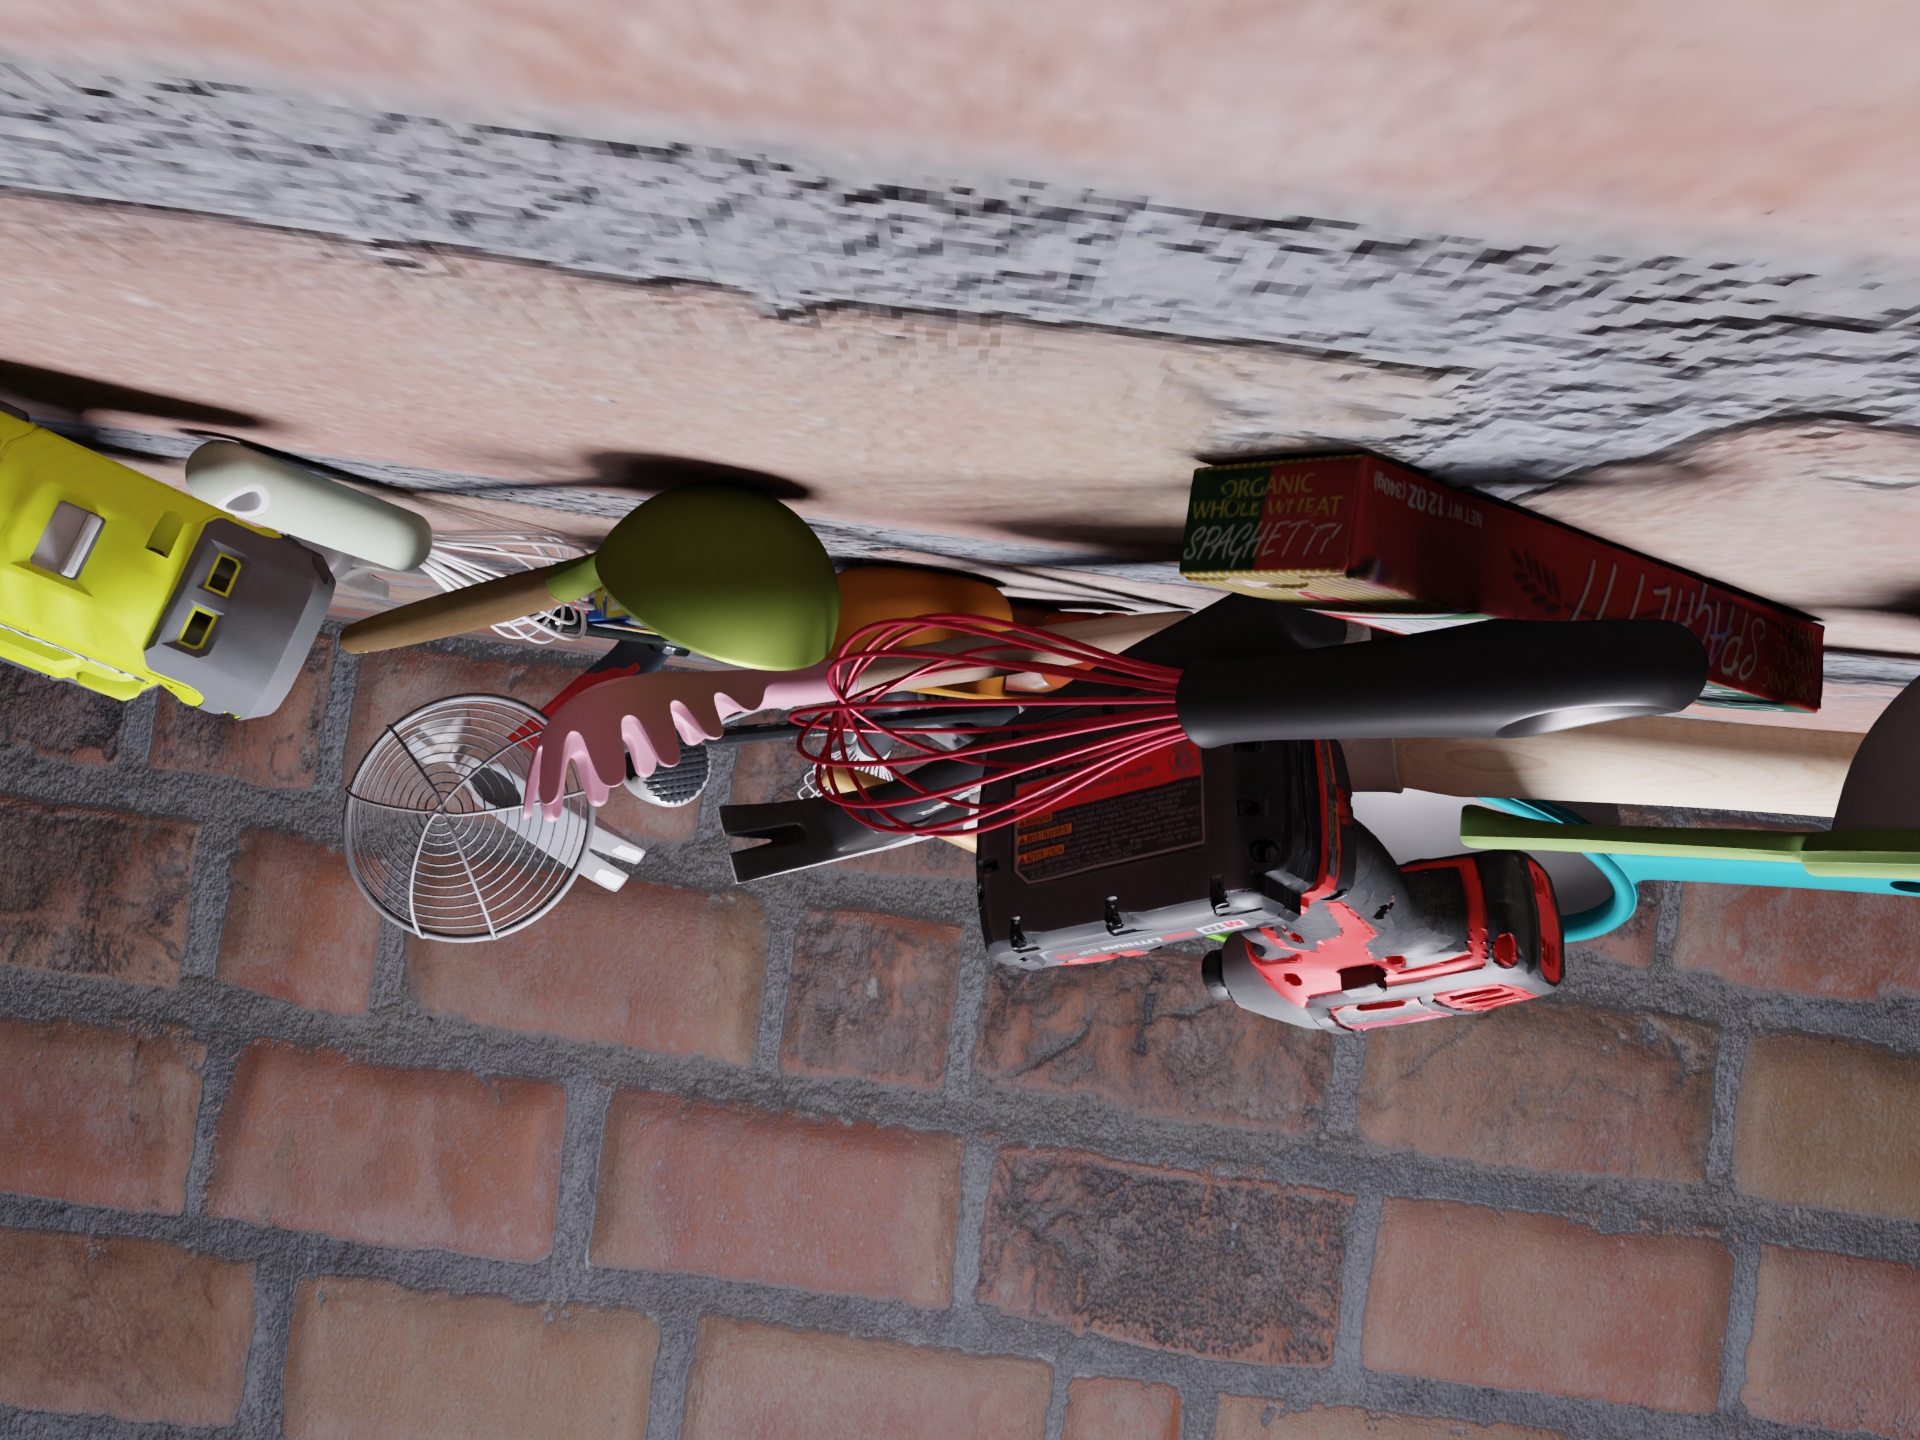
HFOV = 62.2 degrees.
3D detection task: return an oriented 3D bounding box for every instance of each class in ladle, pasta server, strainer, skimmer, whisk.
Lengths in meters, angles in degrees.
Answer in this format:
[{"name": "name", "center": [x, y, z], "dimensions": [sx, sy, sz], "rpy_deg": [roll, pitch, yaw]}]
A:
[{"name": "ladle", "center": [-0.161, -0.035, 0.591], "dimensions": [0.078, 0.062, 0.320], "rpy_deg": [0, 176, -43]}, {"name": "pasta server", "center": [-0.019, -0.012, 0.606], "dimensions": [0.316, 0.040, 0.060], "rpy_deg": [-11, 171, -38]}, {"name": "strainer", "center": [0.265, 0.010, 0.451], "dimensions": [0.256, 0.069, 0.151], "rpy_deg": [-1, 175, 43]}, {"name": "skimmer", "center": [-0.162, 0.012, 0.897], "dimensions": [0.363, 0.127, 0.090], "rpy_deg": [-22, 168, -43]}, {"name": "whisk", "center": [-0.058, 0.024, 1.009], "dimensions": [0.070, 0.070, 0.284], "rpy_deg": [8, 161, -9]}, {"name": "whisk", "center": [0.050, -0.003, 0.428], "dimensions": [0.073, 0.073, 0.296], "rpy_deg": [8, 172, -41]}, {"name": "whisk", "center": [-0.226, -0.074, 0.664], "dimensions": [0.058, 0.059, 0.246], "rpy_deg": [-30, 165, 12]}, {"name": "strainer", "center": [0.266, 0.024, 0.718], "dimensions": [0.340, 0.095, 0.210], "rpy_deg": [0, 152, 43]}]

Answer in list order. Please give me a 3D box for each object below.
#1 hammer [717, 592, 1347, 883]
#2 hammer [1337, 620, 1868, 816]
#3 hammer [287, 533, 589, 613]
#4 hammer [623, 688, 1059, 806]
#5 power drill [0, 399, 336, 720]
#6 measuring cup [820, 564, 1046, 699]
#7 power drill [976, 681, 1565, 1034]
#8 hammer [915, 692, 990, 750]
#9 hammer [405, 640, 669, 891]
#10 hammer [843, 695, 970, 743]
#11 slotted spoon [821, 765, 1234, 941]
[{"name": "hammer", "center": [0.024, 0.008, 0.617], "dimensions": [0.146, 0.035, 0.335], "rpy_deg": [-10, 170, -32]}, {"name": "hammer", "center": [0.319, 0.025, 0.554], "dimensions": [0.411, 0.038, 0.146], "rpy_deg": [3, 136, 24]}, {"name": "hammer", "center": [-0.175, -0.065, 0.890], "dimensions": [0.359, 0.037, 0.149], "rpy_deg": [8, 179, -2]}, {"name": "hammer", "center": [-0.001, -0.003, 0.833], "dimensions": [0.408, 0.036, 0.149], "rpy_deg": [-5, -171, -32]}, {"name": "power drill", "center": [-0.330, -0.065, 0.540], "dimensions": [0.190, 0.080, 0.228], "rpy_deg": [27, 169, -29]}, {"name": "measuring cup", "center": [0.022, -0.035, 0.703], "dimensions": [0.173, 0.052, 0.095], "rpy_deg": [6, 179, 2]}, {"name": "power drill", "center": [0.109, 0.064, 0.568], "dimensions": [0.143, 0.079, 0.219], "rpy_deg": [-17, 150, 36]}, {"name": "hammer", "center": [0.064, 0.043, 0.904], "dimensions": [0.127, 0.034, 0.337], "rpy_deg": [33, 178, -29]}, {"name": "hammer", "center": [-0.231, -0.005, 1.056], "dimensions": [0.143, 0.038, 0.386], "rpy_deg": [37, -166, -7]}, {"name": "hammer", "center": [0.056, -0.017, 1.092], "dimensions": [0.128, 0.033, 0.331], "rpy_deg": [-22, -167, -38]}, {"name": "slotted spoon", "center": [0.073, 0.086, 0.830], "dimensions": [0.313, 0.031, 0.070], "rpy_deg": [23, -177, -12]}]
